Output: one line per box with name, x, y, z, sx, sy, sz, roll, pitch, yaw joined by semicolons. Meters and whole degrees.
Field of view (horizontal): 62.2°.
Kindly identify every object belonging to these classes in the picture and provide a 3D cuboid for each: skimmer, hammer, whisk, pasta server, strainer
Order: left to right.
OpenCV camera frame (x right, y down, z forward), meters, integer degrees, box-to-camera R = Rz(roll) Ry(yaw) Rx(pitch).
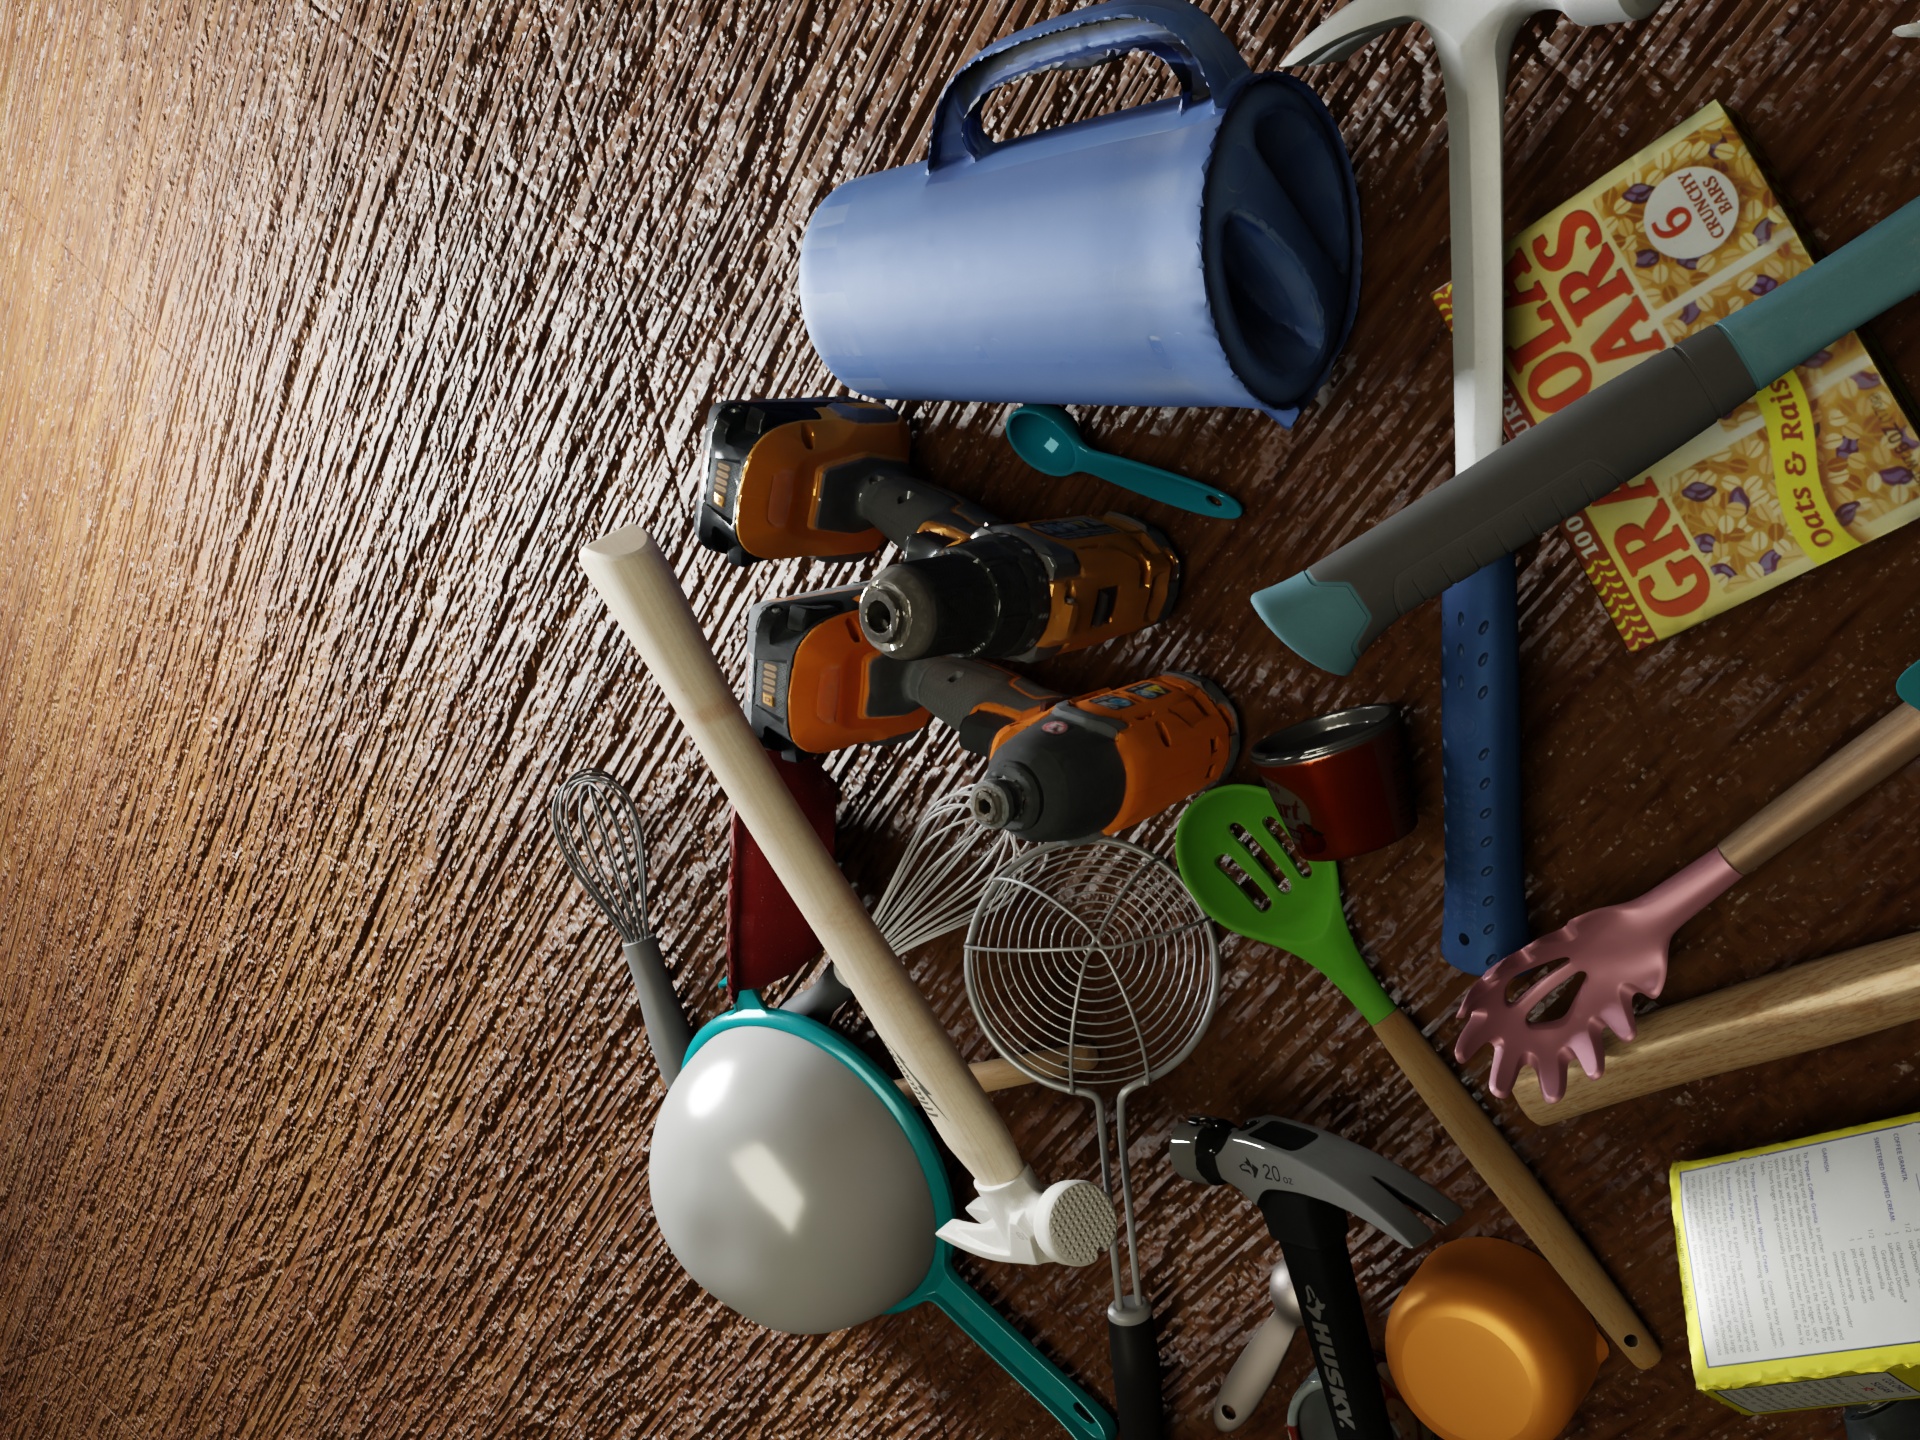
whisk;-0.211;0.146;1.037;0.055;0.055;0.239;-15;95;39
hammer;-0.071;0.089;0.790;0.410;0.038;0.146;58;152;0
strainer;-0.065;0.319;0.916;0.340;0.095;0.211;37;127;19
whisk;-0.044;0.124;0.900;0.070;0.070;0.284;54;130;15
skimmer;0.080;0.241;0.834;0.127;0.090;0.363;-8;112;-1
hammer;0.192;0.344;0.720;0.146;0.035;0.335;-10;97;56
hammer;0.202;-0.087;0.634;0.144;0.035;0.405;17;121;49
hammer;0.252;-0.114;0.542;0.331;0.033;0.128;-33;98;16
pasta server;0.314;0.039;0.600;0.060;0.040;0.316;43;118;0
hammer;0.358;0.094;0.599;0.331;0.031;0.130;-30;82;38

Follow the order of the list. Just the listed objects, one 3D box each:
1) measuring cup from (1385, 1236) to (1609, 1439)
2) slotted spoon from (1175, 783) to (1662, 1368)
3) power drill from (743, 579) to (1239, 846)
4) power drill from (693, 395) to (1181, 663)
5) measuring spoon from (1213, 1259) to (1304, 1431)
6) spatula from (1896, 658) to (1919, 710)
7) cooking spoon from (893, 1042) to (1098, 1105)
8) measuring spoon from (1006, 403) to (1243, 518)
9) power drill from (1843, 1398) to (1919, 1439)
measuring cup;0.242;0.328;0.725;0.095;0.052;0.173;-1;97;37
slotted spoon;0.210;0.158;0.730;0.070;0.031;0.314;-41;76;19
power drill;-0.001;-0.002;0.770;0.227;0.164;0.084;19;113;35
power drill;-0.033;-0.089;0.763;0.226;0.185;0.084;28;117;33
measuring spoon;0.154;0.326;0.814;0.034;0.018;0.124;35;120;27
spatula;0.413;-0.127;0.485;0.082;0.044;0.317;27;103;8
cooking spoon;-0.048;0.224;0.943;0.319;0.017;0.068;-21;99;37
measuring spoon;0.082;-0.127;0.772;0.129;0.021;0.042;24;152;22
power drill;0.439;0.275;0.550;0.223;0.080;0.171;-46;67;37
